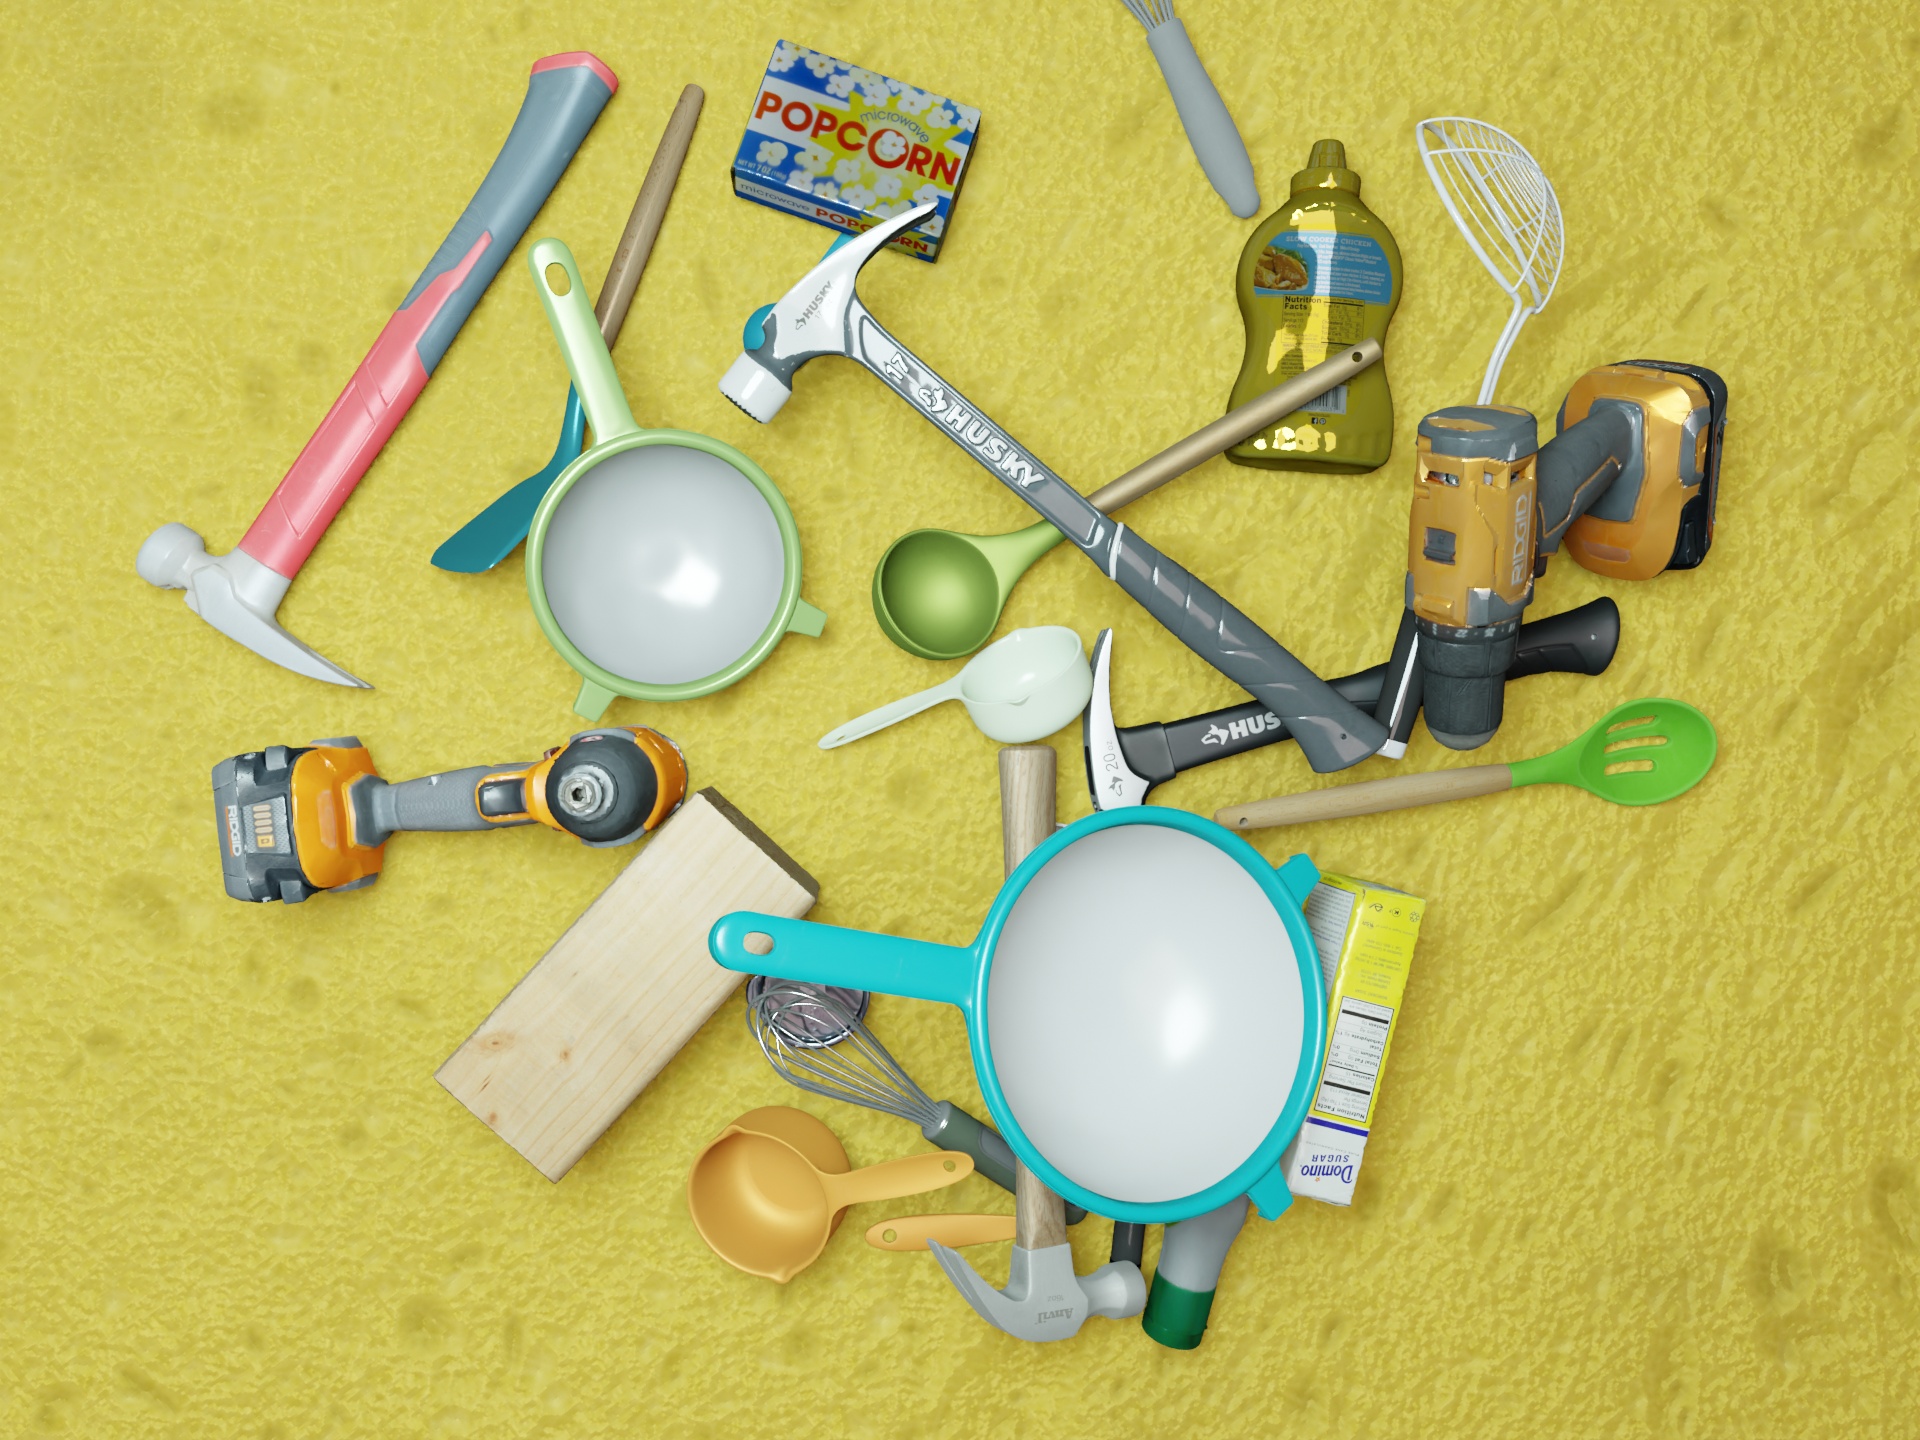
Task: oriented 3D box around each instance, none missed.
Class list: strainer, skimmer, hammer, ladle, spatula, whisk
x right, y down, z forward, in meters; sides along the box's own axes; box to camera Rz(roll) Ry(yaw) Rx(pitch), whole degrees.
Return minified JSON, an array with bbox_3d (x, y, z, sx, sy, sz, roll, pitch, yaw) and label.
[{"bbox_3d":[-0.185,-0.137,0.883,0.151,0.069,0.256,-22,106,-13],"label":"strainer"},{"bbox_3d":[0.267,-0.162,0.919,0.090,0.127,0.363,18,96,40],"label":"skimmer"},{"bbox_3d":[0.040,0.180,0.901,0.130,0.031,0.331,1,85,-32],"label":"hammer"},{"bbox_3d":[0.094,-0.131,0.899,0.320,0.062,0.078,-29,92,8],"label":"ladle"},{"bbox_3d":[0.073,-0.110,0.870,0.409,0.036,0.149,38,93,-7],"label":"hammer"},{"bbox_3d":[0.233,-0.019,0.948,0.334,0.035,0.146,-15,92,-4],"label":"hammer"},{"bbox_3d":[-0.214,-0.225,0.909,0.044,0.082,0.317,24,83,-40],"label":"spatula"},{"bbox_3d":[-0.299,-0.206,0.905,0.143,0.038,0.386,33,87,-1],"label":"hammer"},{"bbox_3d":[0.111,0.220,0.938,0.086,0.050,0.258,5,93,-19],"label":"strainer"},{"bbox_3d":[0.026,0.141,0.829,0.340,0.095,0.211,13,76,-21],"label":"strainer"},{"bbox_3d":[0.121,-0.407,0.937,0.055,0.055,0.239,-27,95,-4],"label":"whisk"},{"bbox_3d":[-0.019,0.222,0.903,0.246,0.058,0.059,37,127,-19],"label":"whisk"}]

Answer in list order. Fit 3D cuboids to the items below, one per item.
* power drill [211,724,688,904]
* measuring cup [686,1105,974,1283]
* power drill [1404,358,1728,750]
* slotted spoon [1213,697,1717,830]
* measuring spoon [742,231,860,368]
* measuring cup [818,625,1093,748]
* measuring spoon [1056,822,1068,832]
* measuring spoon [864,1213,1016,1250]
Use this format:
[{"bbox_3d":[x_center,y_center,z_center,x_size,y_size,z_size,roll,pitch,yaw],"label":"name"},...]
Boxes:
[{"bbox_3d":[-0.268,0.044,0.848,0.226,0.164,0.084,-6,91,-2],"label":"power drill"},{"bbox_3d":[-0.067,0.253,0.891,0.173,0.052,0.095,-16,96,18],"label":"measuring cup"},{"bbox_3d":[0.329,-0.097,0.882,0.226,0.084,0.185,-23,119,-34],"label":"power drill"},{"bbox_3d":[0.298,0.034,0.939,0.313,0.031,0.070,-8,110,-11],"label":"slotted spoon"},{"bbox_3d":[-0.080,-0.259,0.932,0.042,0.021,0.128,38,87,-3],"label":"measuring spoon"},{"bbox_3d":[-0.001,-0.003,0.925,0.167,0.083,0.038,-21,119,13],"label":"measuring cup"},{"bbox_3d":[0.071,0.118,0.949,0.034,0.018,0.124,-20,98,-1],"label":"measuring spoon"},{"bbox_3d":[0.002,0.303,0.941,0.117,0.011,0.021,-2,90,-4],"label":"measuring spoon"}]
